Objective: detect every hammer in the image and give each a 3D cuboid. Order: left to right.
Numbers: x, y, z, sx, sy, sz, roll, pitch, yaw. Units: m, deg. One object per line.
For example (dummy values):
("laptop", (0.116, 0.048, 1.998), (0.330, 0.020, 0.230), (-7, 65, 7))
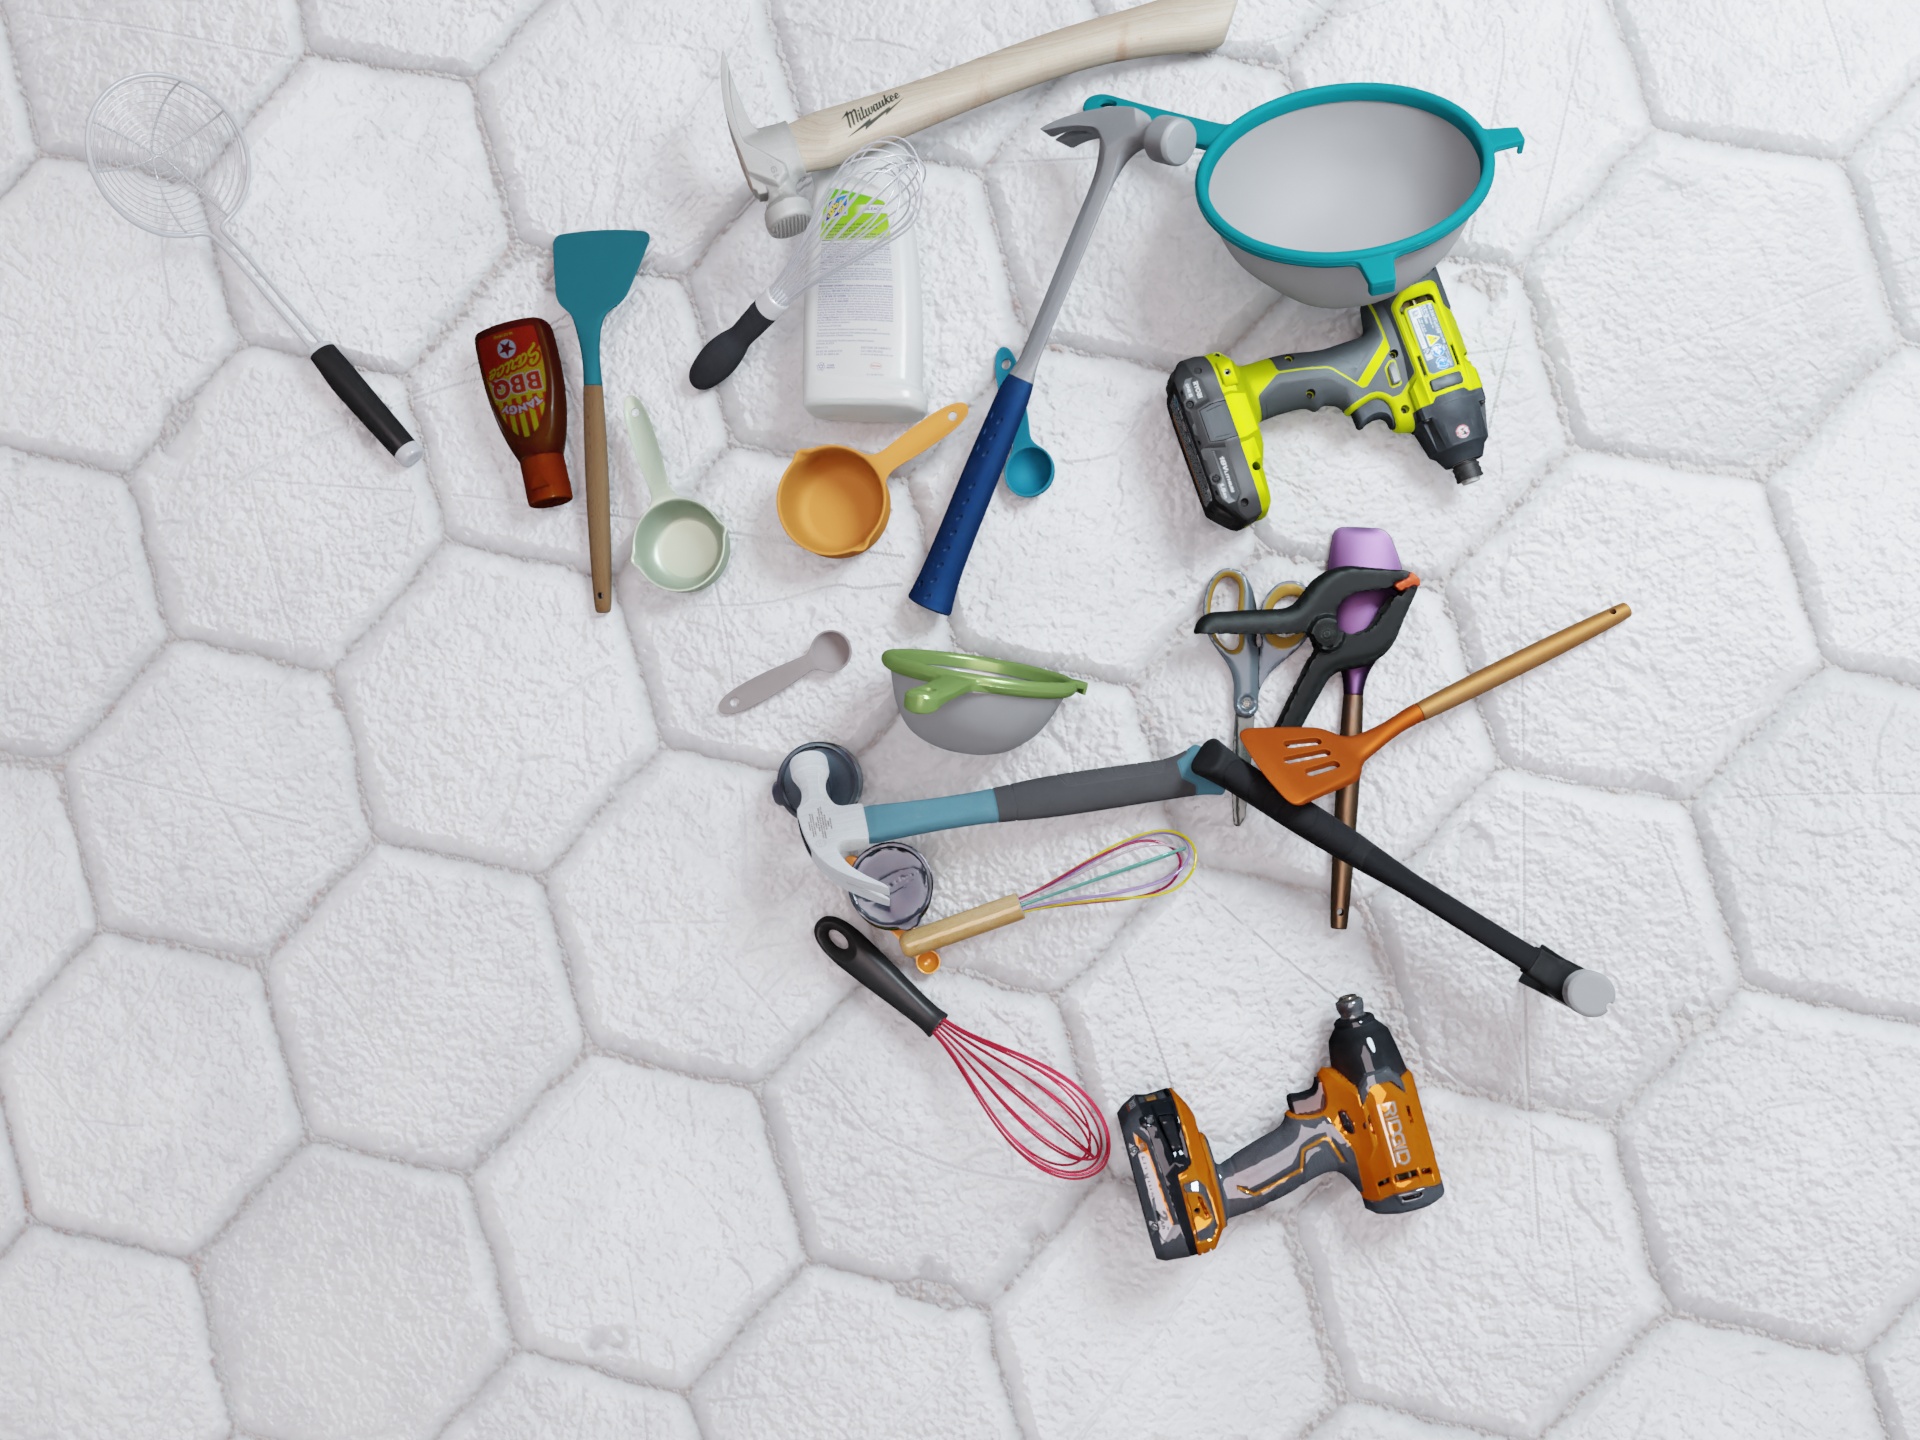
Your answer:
("hammer", (0.019, -0.509, 1.241), (0.410, 0.038, 0.146), (-21, 84, -6))
("hammer", (0.040, 0.062, 1.229), (0.331, 0.033, 0.128), (-9, 61, -6))
("hammer", (0.049, -0.277, 1.235), (0.144, 0.035, 0.405), (35, 106, 47))
("hammer", (0.320, 0.113, 1.188), (0.335, 0.146, 0.035), (33, 92, 10))

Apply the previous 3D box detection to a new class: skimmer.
("skimmer", (-0.564, -0.363, 1.300), (0.127, 0.090, 0.363), (-40, 88, -28))

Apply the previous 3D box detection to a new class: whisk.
("whisk", (-0.125, -0.341, 1.220), (0.284, 0.070, 0.070), (-34, 85, 37))
("whisk", (-0.002, 0.253, 1.254), (0.296, 0.073, 0.073), (39, 93, 12))
("whisk", (0.069, 0.142, 1.250), (0.245, 0.051, 0.047), (-20, 94, 4))

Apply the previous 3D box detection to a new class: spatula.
("spatula", (-0.296, -0.247, 1.308), (0.082, 0.044, 0.317), (-1, 93, 5))
("spatula", (0.308, 0.006, 1.245), (0.060, 0.018, 0.316), (4, 88, 7))
("spatula", (0.369, -0.022, 1.206), (0.322, 0.041, 0.081), (-26, 51, -6))

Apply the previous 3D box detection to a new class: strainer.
("strainer", (-0.002, -0.004, 1.161), (0.151, 0.256, 0.069), (11, 99, 12))
("strainer", (0.235, -0.400, 1.214), (0.341, 0.095, 0.211), (29, 65, 31))

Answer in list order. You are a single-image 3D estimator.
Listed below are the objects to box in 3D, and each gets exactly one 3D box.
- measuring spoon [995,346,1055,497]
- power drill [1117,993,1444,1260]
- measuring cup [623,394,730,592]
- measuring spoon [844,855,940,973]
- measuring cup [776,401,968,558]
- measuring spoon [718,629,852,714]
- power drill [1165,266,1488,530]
("measuring spoon", (0.050, -0.239, 1.279), (0.042, 0.021, 0.129), (-16, 78, 22))
("power drill", (0.239, 0.311, 1.217), (0.226, 0.084, 0.164), (-15, 87, 1))
("measuring cup", (-0.239, -0.183, 1.293), (0.083, 0.038, 0.167), (-20, 85, 5))
("measuring spoon", (-0.056, 0.156, 1.283), (0.021, 0.011, 0.117), (-38, 82, -8))
("measuring cup", (-0.064, -0.196, 1.269), (0.173, 0.052, 0.095), (-34, 86, 2))
("measuring spoon", (-0.142, -0.036, 1.294), (0.124, 0.018, 0.034), (-27, 87, 11))
("power drill", (0.285, -0.236, 1.225), (0.223, 0.080, 0.171), (-19, 86, 2))
